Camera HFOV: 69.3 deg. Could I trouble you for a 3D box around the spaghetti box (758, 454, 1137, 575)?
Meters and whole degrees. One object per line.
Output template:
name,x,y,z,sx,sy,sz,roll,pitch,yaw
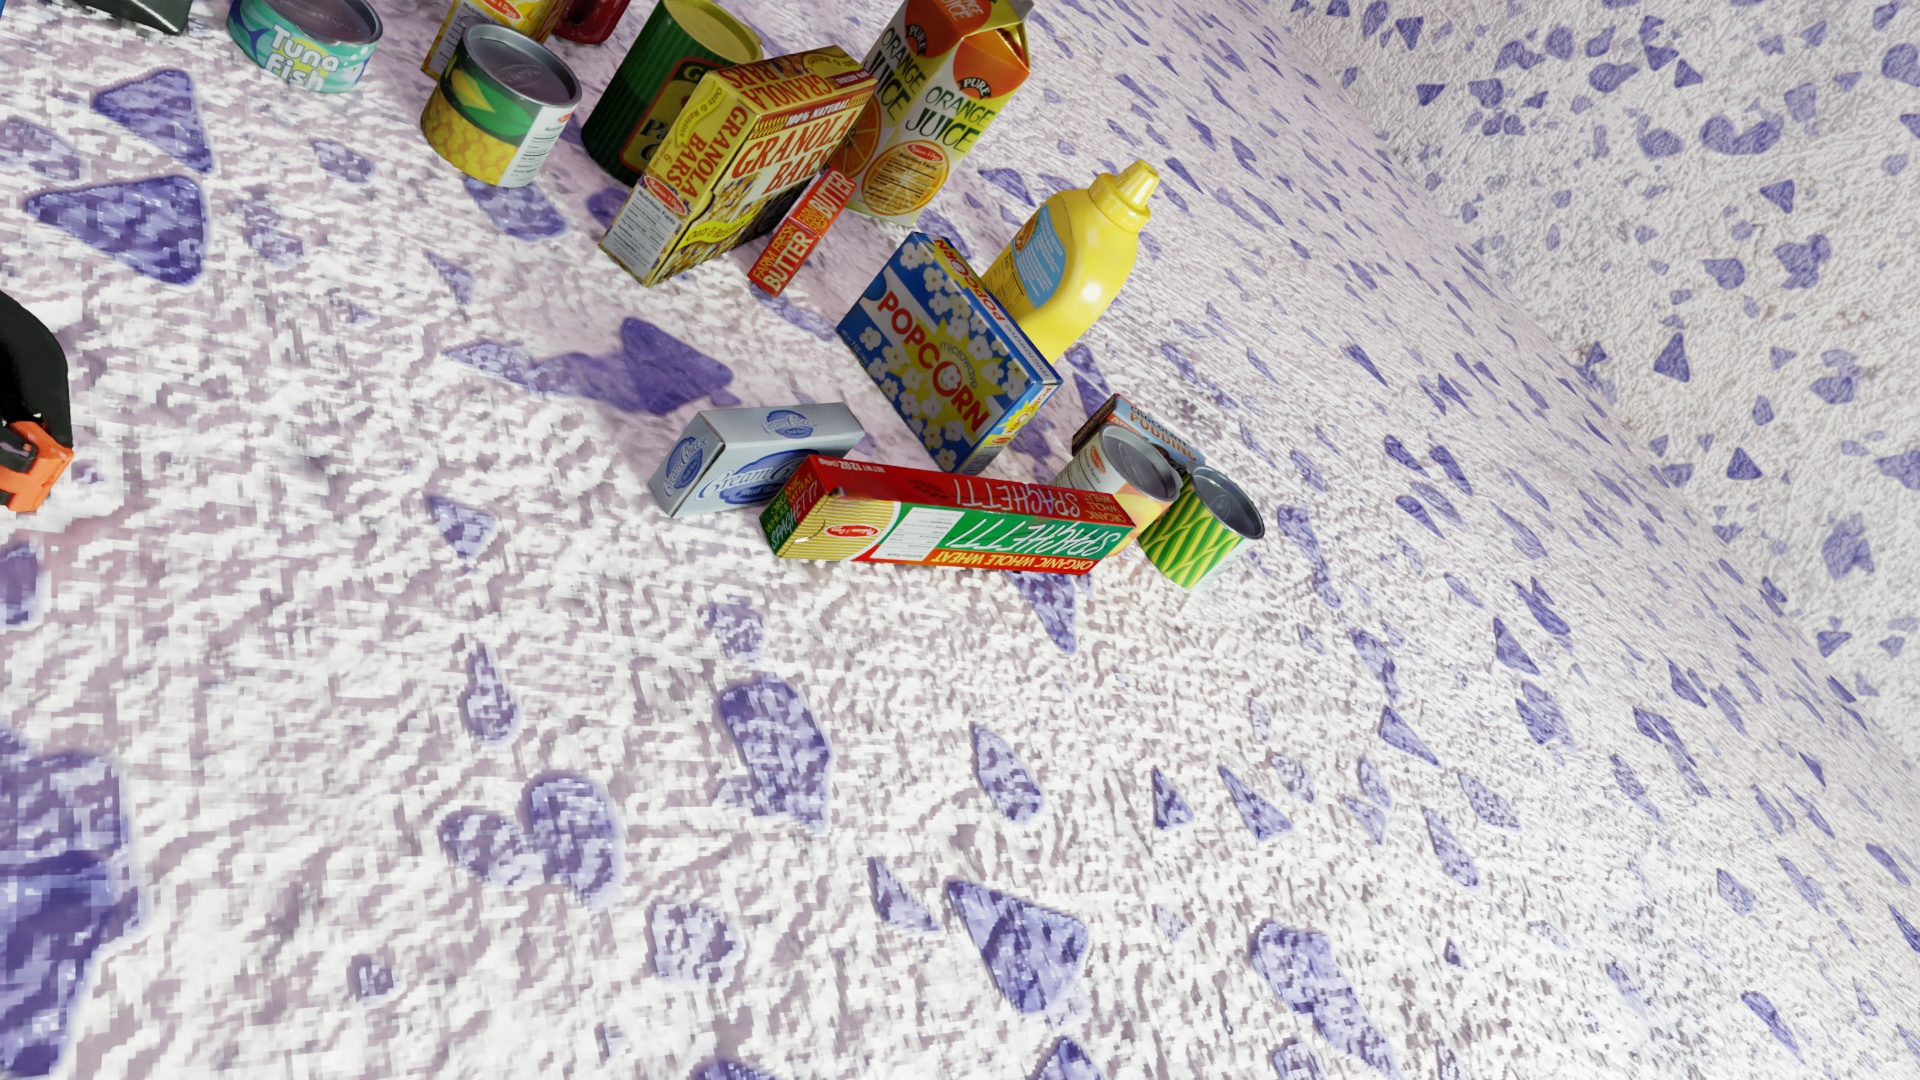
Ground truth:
spaghetti box,0.003,-0.010,0.762,0.250,0.050,0.029,4,48,-47

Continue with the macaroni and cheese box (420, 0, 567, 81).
macaroni and cheese box,-0.233,-0.340,0.786,0.040,0.165,0.124,32,32,-18

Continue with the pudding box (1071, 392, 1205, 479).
pudding box,0.124,-0.059,0.965,0.083,0.049,0.030,34,31,-15

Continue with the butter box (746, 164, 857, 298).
butter box,-0.099,-0.195,0.873,0.024,0.053,0.104,36,31,-12

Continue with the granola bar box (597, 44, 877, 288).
granola bar box,-0.124,-0.220,0.804,0.039,0.123,0.166,42,30,-2

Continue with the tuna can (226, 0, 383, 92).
tuna can,-0.331,-0.259,0.702,0.071,0.032,0.071,30,33,-21

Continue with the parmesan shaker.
parmesan shaker,-0.170,-0.265,0.827,0.071,0.102,0.072,30,33,-22

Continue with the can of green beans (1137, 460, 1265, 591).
can of green beans,0.161,-0.008,0.937,0.071,0.057,0.071,30,33,-21

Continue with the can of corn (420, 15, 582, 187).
can of corn,-0.248,-0.234,0.742,0.071,0.058,0.071,30,33,-21

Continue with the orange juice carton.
orange juice carton,-0.021,-0.323,0.986,0.073,0.192,0.072,7,46,-45

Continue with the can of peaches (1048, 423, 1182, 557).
can of peaches,0.099,-0.031,0.892,0.071,0.057,0.071,30,33,-21

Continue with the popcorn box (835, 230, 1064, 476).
popcorn box,-0.008,-0.112,0.843,0.127,0.085,0.038,53,31,17

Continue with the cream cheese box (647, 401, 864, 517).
cream cheese box,-0.098,-0.041,0.680,0.024,0.053,0.104,53,32,17
